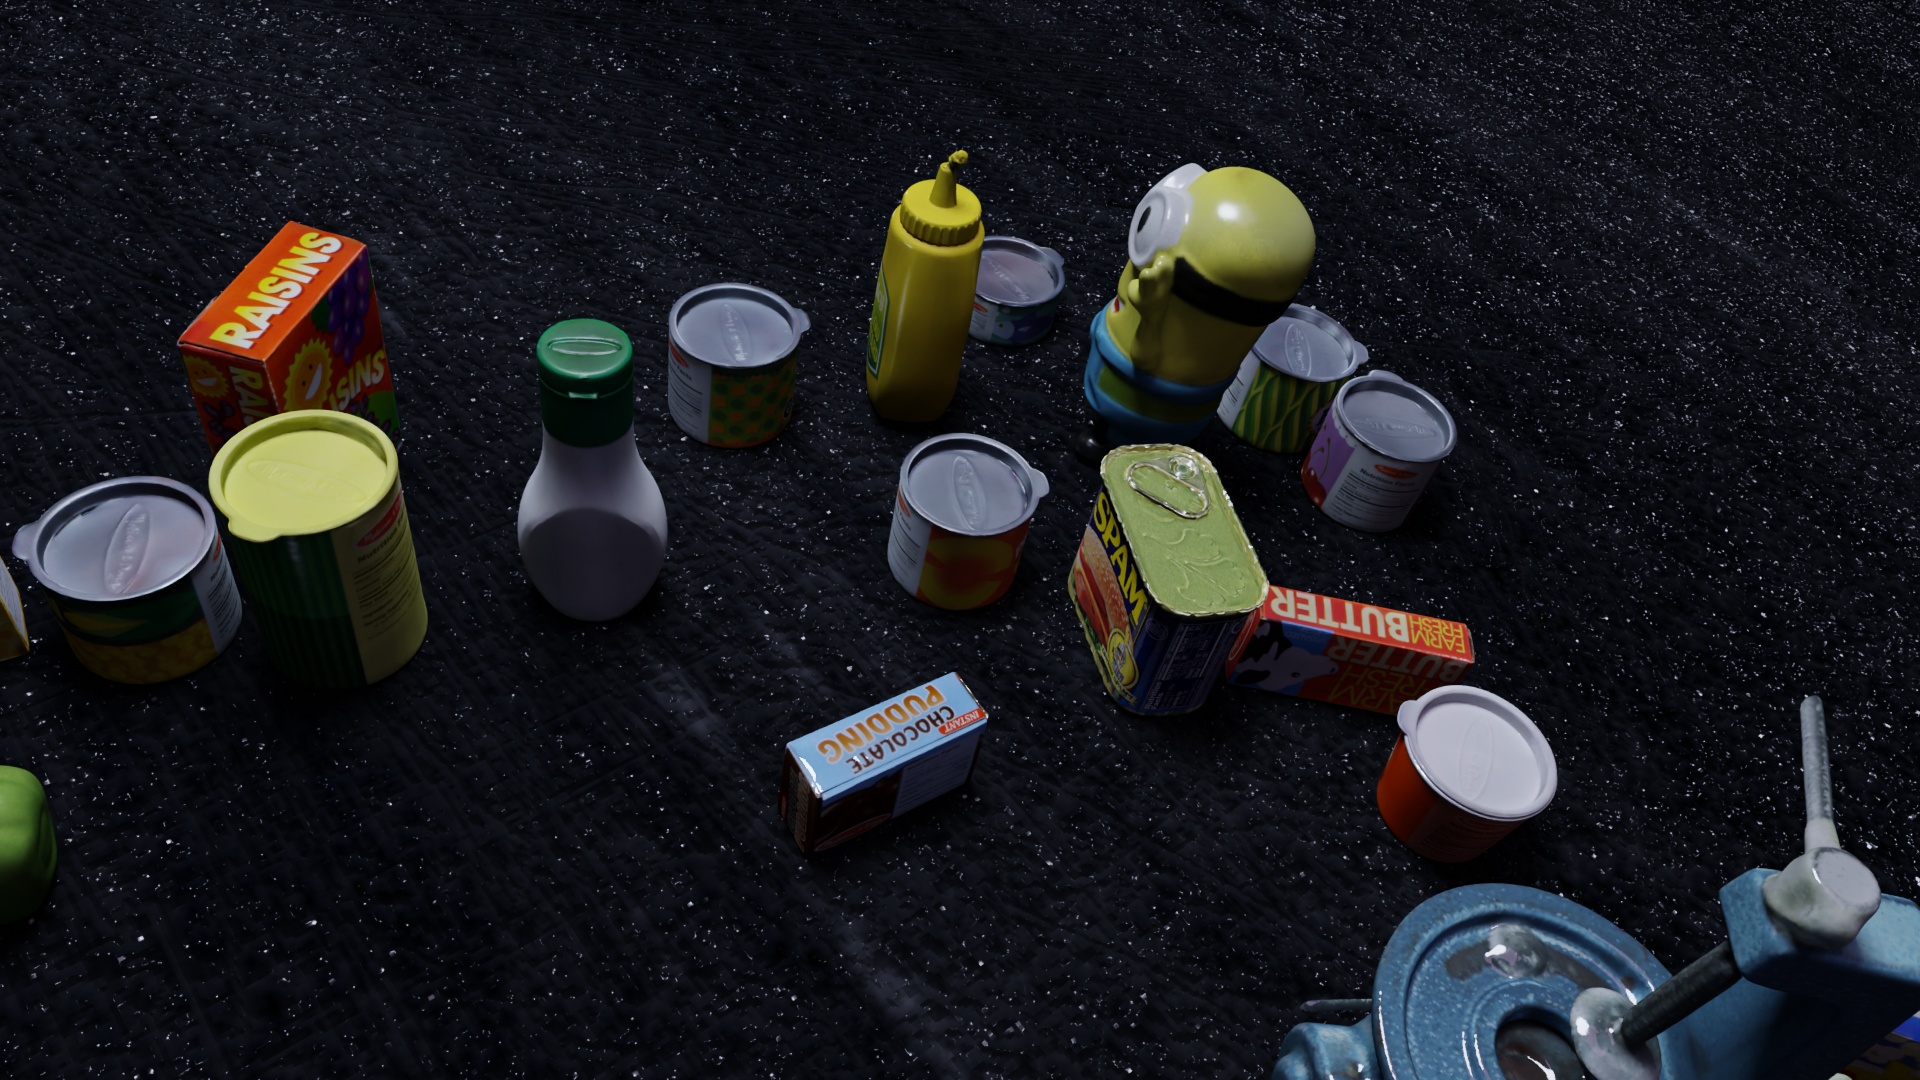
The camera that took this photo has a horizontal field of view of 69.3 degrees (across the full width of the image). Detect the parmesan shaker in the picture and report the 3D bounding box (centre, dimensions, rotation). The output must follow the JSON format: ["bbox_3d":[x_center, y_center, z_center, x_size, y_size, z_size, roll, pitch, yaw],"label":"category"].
[{"bbox_3d":[-0.260,0.008,0.566,0.071,0.102,0.072,7,47,-7],"label":"parmesan shaker"}]

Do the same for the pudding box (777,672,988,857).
[{"bbox_3d":[-0.032,0.093,0.577,0.084,0.049,0.030,-21,56,-28],"label":"pudding box"}]

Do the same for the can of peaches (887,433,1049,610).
[{"bbox_3d":[0.002,-0.008,0.672,0.071,0.057,0.071,7,47,-7],"label":"can of peaches"}]

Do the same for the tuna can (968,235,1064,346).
[{"bbox_3d":[0.028,-0.148,0.822,0.071,0.032,0.071,7,47,-7],"label":"tuna can"}]

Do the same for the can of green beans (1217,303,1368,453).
[{"bbox_3d":[0.184,-0.092,0.789,0.071,0.057,0.071,7,47,-7],"label":"can of green beans"}]

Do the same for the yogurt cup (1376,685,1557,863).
[{"bbox_3d":[0.222,0.107,0.620,0.072,0.053,0.073,7,47,-7],"label":"yogurt cup"}]

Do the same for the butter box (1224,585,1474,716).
[{"bbox_3d":[0.183,0.054,0.660,0.103,0.052,0.024,11,47,-3],"label":"butter box"}]

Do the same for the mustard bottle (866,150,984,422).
[{"bbox_3d":[-0.017,-0.133,0.711,0.049,0.159,0.065,1,48,-12],"label":"mustard bottle"}]

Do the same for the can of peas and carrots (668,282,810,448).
[{"bbox_3d":[-0.115,-0.091,0.719,0.071,0.058,0.071,7,47,-7],"label":"can of peas and carrots"}]

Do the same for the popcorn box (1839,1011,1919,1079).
[{"bbox_3d":[0.360,0.201,0.545,0.127,0.084,0.038,19,47,5],"label":"popcorn box"}]

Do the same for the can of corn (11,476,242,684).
[{"bbox_3d":[-0.339,0.017,0.570,0.071,0.058,0.071,7,47,-7],"label":"can of corn"}]

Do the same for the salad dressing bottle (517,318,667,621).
[{"bbox_3d":[-0.157,-0.027,0.591,0.064,0.146,0.044,1,48,-12],"label":"salad dressing bottle"}]

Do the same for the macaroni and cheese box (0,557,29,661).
[{"bbox_3d":[-0.431,-0.004,0.494,0.124,0.165,0.040,-18,55,-26],"label":"macaroni and cheese box"}]

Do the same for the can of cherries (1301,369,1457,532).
[{"bbox_3d":[0.227,-0.049,0.759,0.071,0.058,0.072,7,47,-7],"label":"can of cherries"}]

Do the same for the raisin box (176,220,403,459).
[{"bbox_3d":[-0.289,-0.063,0.610,0.040,0.122,0.086,15,47,1],"label":"raisin box"}]
